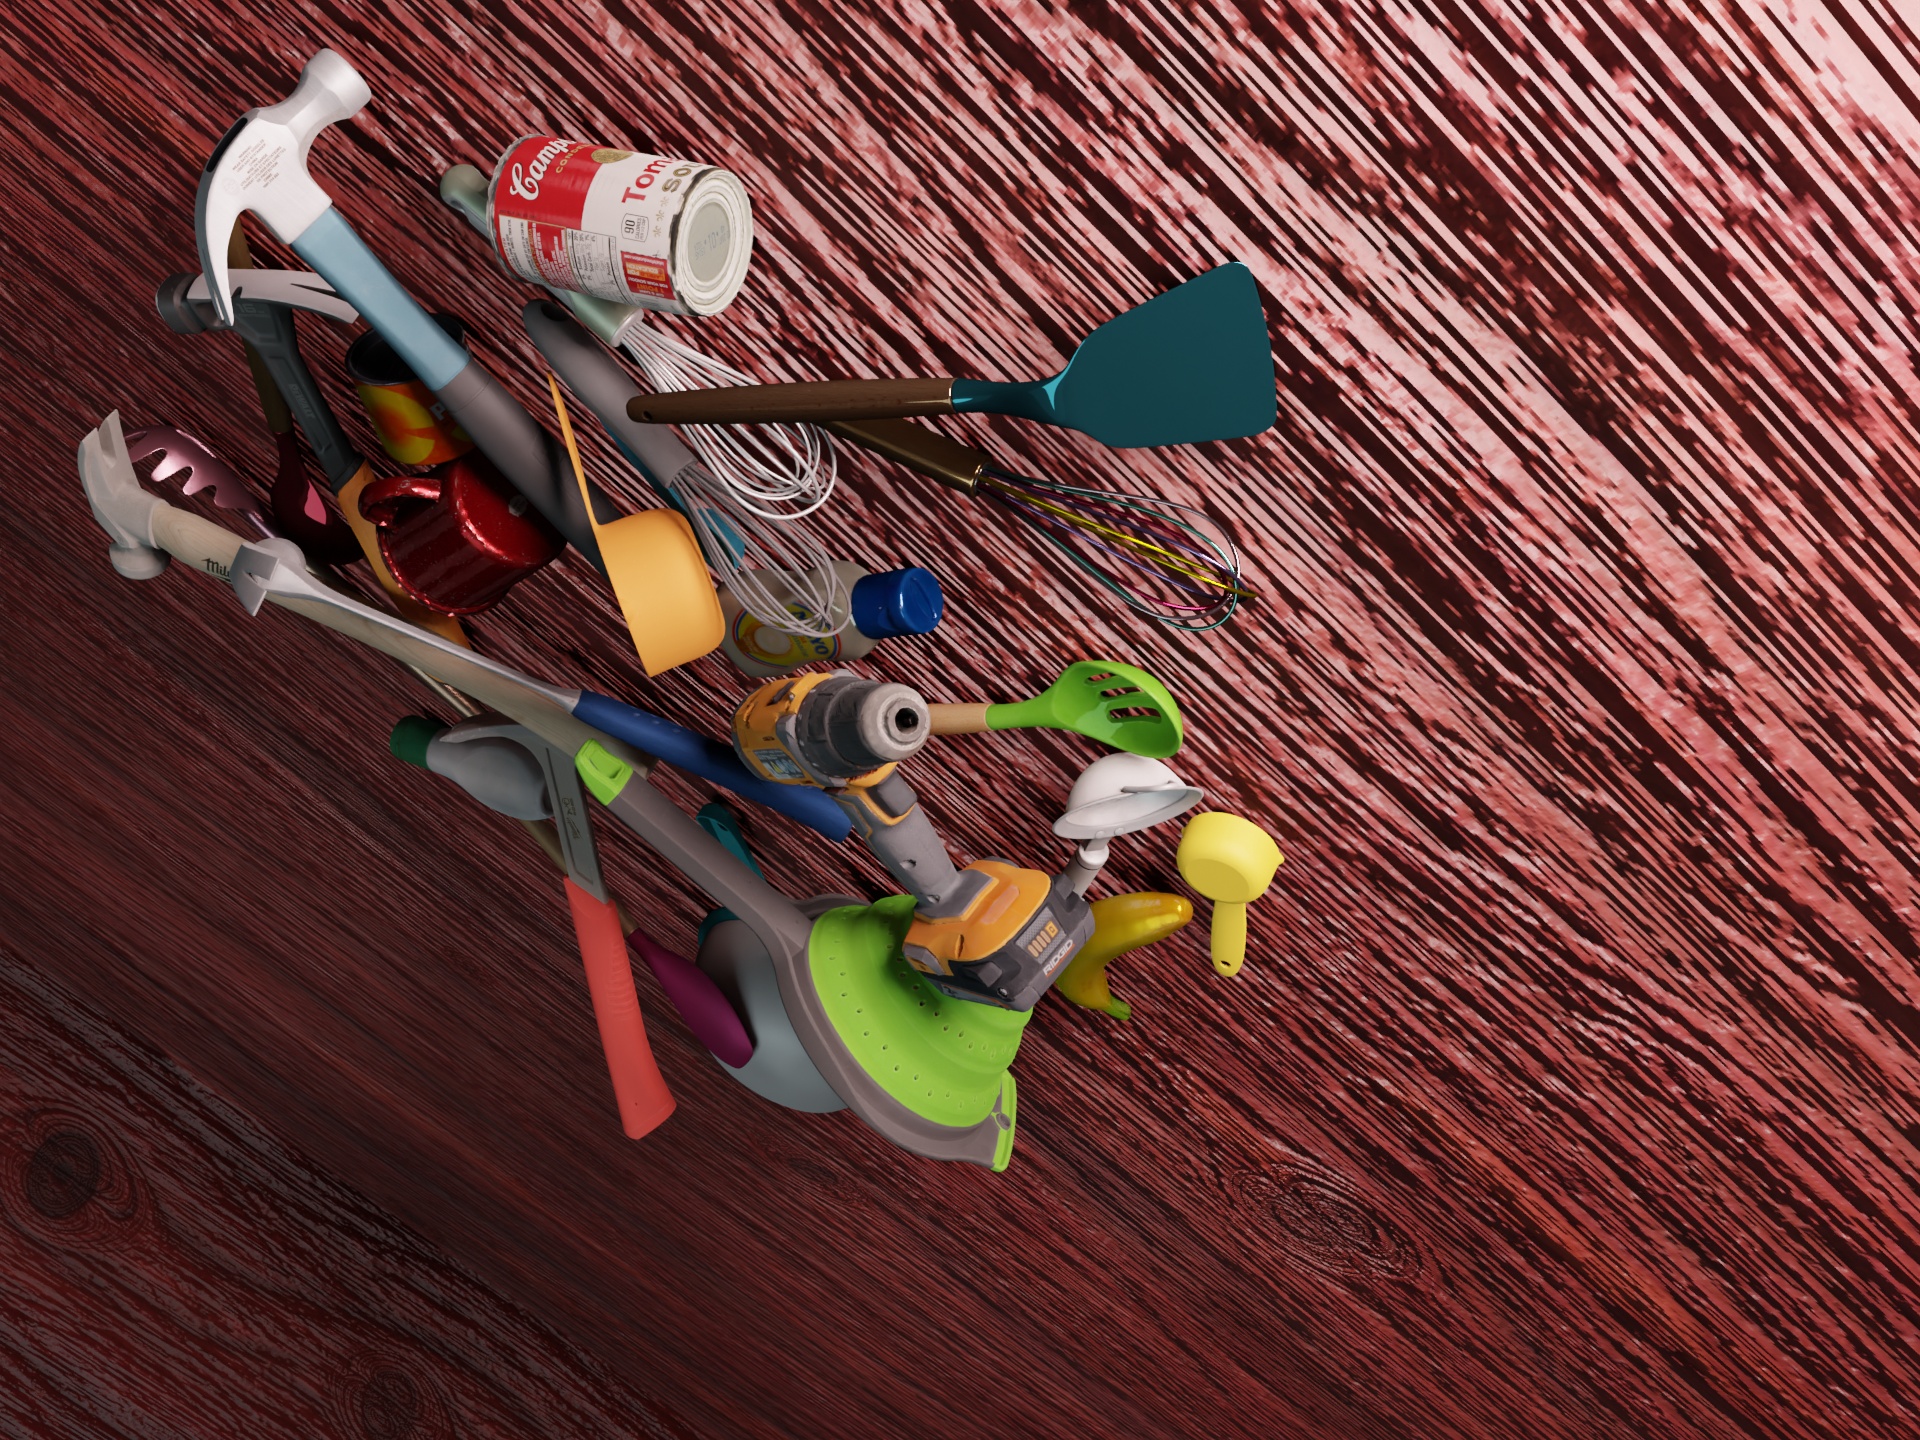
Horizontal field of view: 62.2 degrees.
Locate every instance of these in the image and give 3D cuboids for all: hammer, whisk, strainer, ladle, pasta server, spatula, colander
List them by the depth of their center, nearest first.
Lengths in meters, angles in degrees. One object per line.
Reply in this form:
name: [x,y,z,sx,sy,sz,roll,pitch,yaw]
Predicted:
spatula: [-0.019,-0.152,0.724,0.317,0.044,0.082,4,136,27]
whisk: [0.030,-0.107,0.768,0.245,0.047,0.051,26,133,14]
whisk: [-0.163,-0.192,0.802,0.246,0.059,0.058,40,171,-6]
whisk: [-0.146,-0.133,0.839,0.239,0.055,0.055,48,143,0]
hammer: [-0.262,-0.176,0.848,0.033,0.128,0.330,33,167,49]
strainer: [0.079,0.074,0.949,0.087,0.050,0.258,-7,154,-16]
hammer: [-0.249,-0.014,0.986,0.405,0.035,0.144,25,-179,-17]
ladle: [-0.430,-0.205,0.999,0.069,0.031,0.315,23,142,10]
hammer: [-0.374,-0.140,1.017,0.127,0.034,0.336,5,142,13]
colander: [-0.077,0.128,1.047,0.397,0.205,0.094,43,112,-13]
hammer: [-0.387,-0.066,1.054,0.410,0.038,0.146,26,146,0]
pasta server: [-0.462,-0.098,1.140,0.316,0.040,0.060,47,173,-24]
hammer: [-0.280,0.160,1.194,0.149,0.037,0.358,1,115,16]
strainer: [-0.153,0.205,1.227,0.211,0.095,0.340,10,141,27]

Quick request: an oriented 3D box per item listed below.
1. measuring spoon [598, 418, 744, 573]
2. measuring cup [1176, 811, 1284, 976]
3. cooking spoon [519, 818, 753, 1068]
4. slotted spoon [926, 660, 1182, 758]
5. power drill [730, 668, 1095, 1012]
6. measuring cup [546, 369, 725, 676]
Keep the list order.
measuring spoon: [-0.163,-0.139,0.894,0.128,0.021,0.042,52,155,-12]
measuring cup: [0.157,0.115,0.948,0.062,0.029,0.156,15,140,21]
cooking spoon: [-0.271,0.147,1.235,0.319,0.017,0.068,47,137,8]
slotted spoon: [-0.001,-0.003,0.927,0.314,0.031,0.070,-3,132,41]
power drill: [-0.021,0.063,0.908,0.226,0.084,0.185,50,157,-16]
measuring cup: [-0.176,-0.112,0.869,0.095,0.052,0.173,-142,35,-74]
